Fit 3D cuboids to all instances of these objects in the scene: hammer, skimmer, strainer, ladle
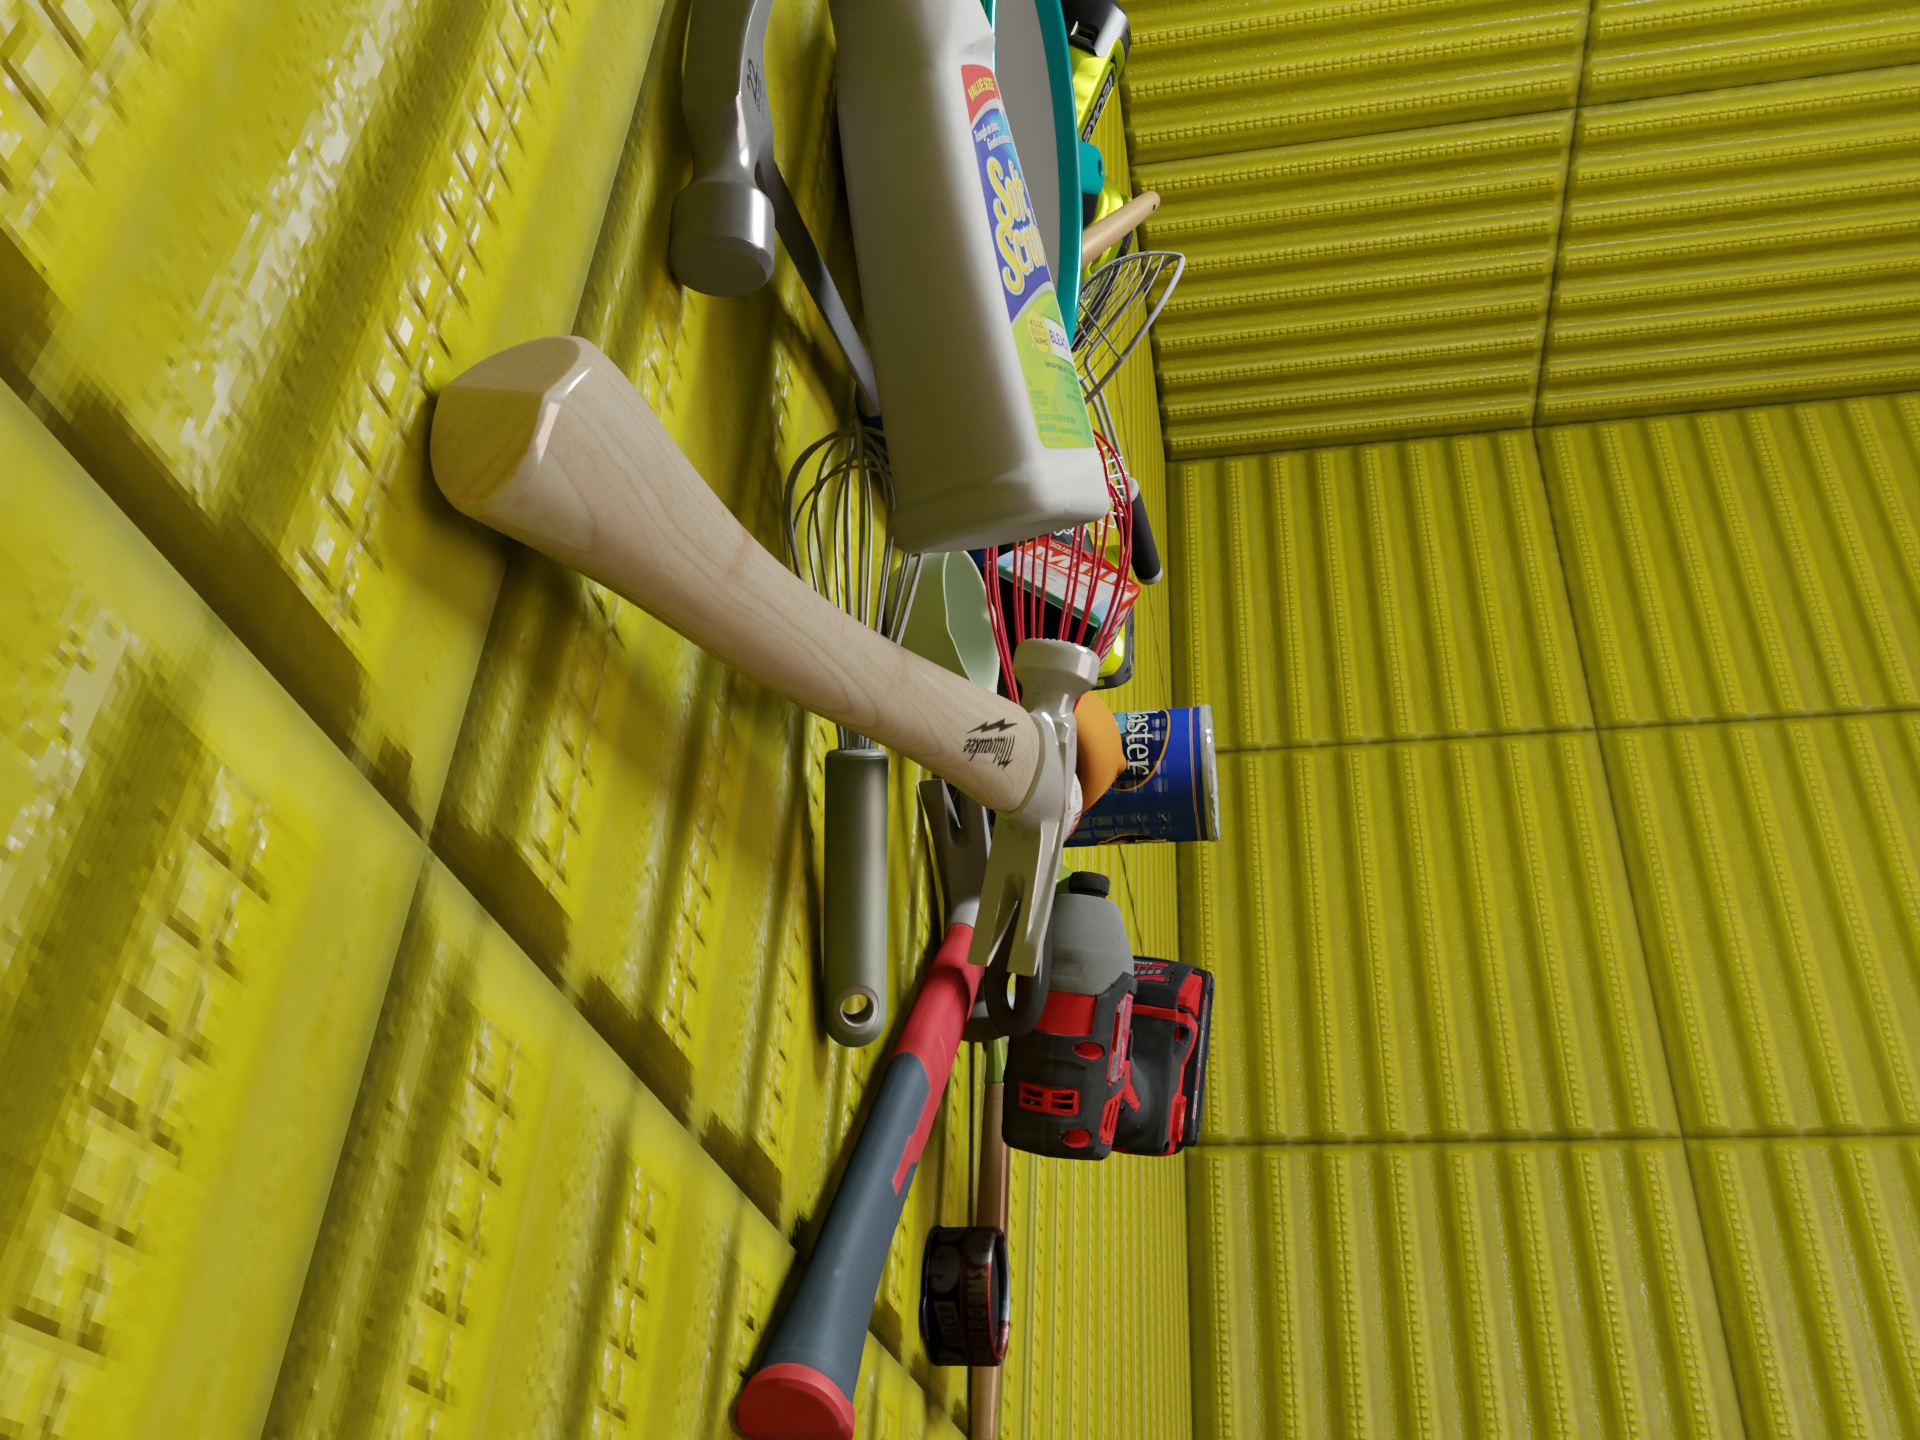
[{"bbox_3d":[-0.040,-0.157,0.703,0.405,0.035,0.144,56,32,-69],"label":"hammer"},{"bbox_3d":[-0.035,-0.005,0.530,0.410,0.038,0.146,33,66,-65],"label":"hammer"},{"bbox_3d":[0.135,-0.193,1.151,0.127,0.090,0.362,-60,153,-18],"label":"skimmer"},{"bbox_3d":[0.010,-0.289,0.827,0.340,0.095,0.211,-52,139,-69],"label":"strainer"},{"bbox_3d":[-0.025,0.148,0.672,0.386,0.038,0.143,-60,144,-71],"label":"hammer"},{"bbox_3d":[0.032,0.234,0.900,0.078,0.062,0.320,65,26,-67],"label":"ladle"}]

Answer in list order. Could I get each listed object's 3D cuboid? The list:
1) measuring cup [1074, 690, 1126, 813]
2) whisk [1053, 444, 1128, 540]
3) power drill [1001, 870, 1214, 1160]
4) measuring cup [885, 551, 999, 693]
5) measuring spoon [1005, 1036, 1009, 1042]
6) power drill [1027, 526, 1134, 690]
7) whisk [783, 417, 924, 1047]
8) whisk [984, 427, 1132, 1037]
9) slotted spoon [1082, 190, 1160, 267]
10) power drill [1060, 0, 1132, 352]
[{"bbox_3d":[0.043,0.061,0.999,0.052,0.095,0.173,-31,136,-70],"label":"measuring cup"},{"bbox_3d":[0.053,-0.137,0.961,0.284,0.070,0.070,-30,116,-72],"label":"whisk"},{"bbox_3d":[0.081,0.169,0.873,0.219,0.078,0.143,42,54,-66],"label":"power drill"},{"bbox_3d":[-0.001,-0.003,0.798,0.083,0.038,0.167,-30,109,-71],"label":"measuring cup"},{"bbox_3d":[0.028,0.193,1.015,0.124,0.018,0.034,15,71,-71],"label":"measuring spoon"},{"bbox_3d":[0.075,-0.123,1.204,0.223,0.080,0.171,64,23,-54],"label":"power drill"},{"bbox_3d":[-0.041,0.005,0.623,0.059,0.057,0.246,-169,-100,-80],"label":"whisk"},{"bbox_3d":[0.038,0.004,0.760,0.073,0.073,0.296,8,88,-79],"label":"whisk"},{"bbox_3d":[0.055,-0.277,0.990,0.314,0.031,0.070,-47,156,-44],"label":"slotted spoon"},{"bbox_3d":[0.057,-0.342,1.068,0.228,0.080,0.190,62,50,-75],"label":"power drill"}]
